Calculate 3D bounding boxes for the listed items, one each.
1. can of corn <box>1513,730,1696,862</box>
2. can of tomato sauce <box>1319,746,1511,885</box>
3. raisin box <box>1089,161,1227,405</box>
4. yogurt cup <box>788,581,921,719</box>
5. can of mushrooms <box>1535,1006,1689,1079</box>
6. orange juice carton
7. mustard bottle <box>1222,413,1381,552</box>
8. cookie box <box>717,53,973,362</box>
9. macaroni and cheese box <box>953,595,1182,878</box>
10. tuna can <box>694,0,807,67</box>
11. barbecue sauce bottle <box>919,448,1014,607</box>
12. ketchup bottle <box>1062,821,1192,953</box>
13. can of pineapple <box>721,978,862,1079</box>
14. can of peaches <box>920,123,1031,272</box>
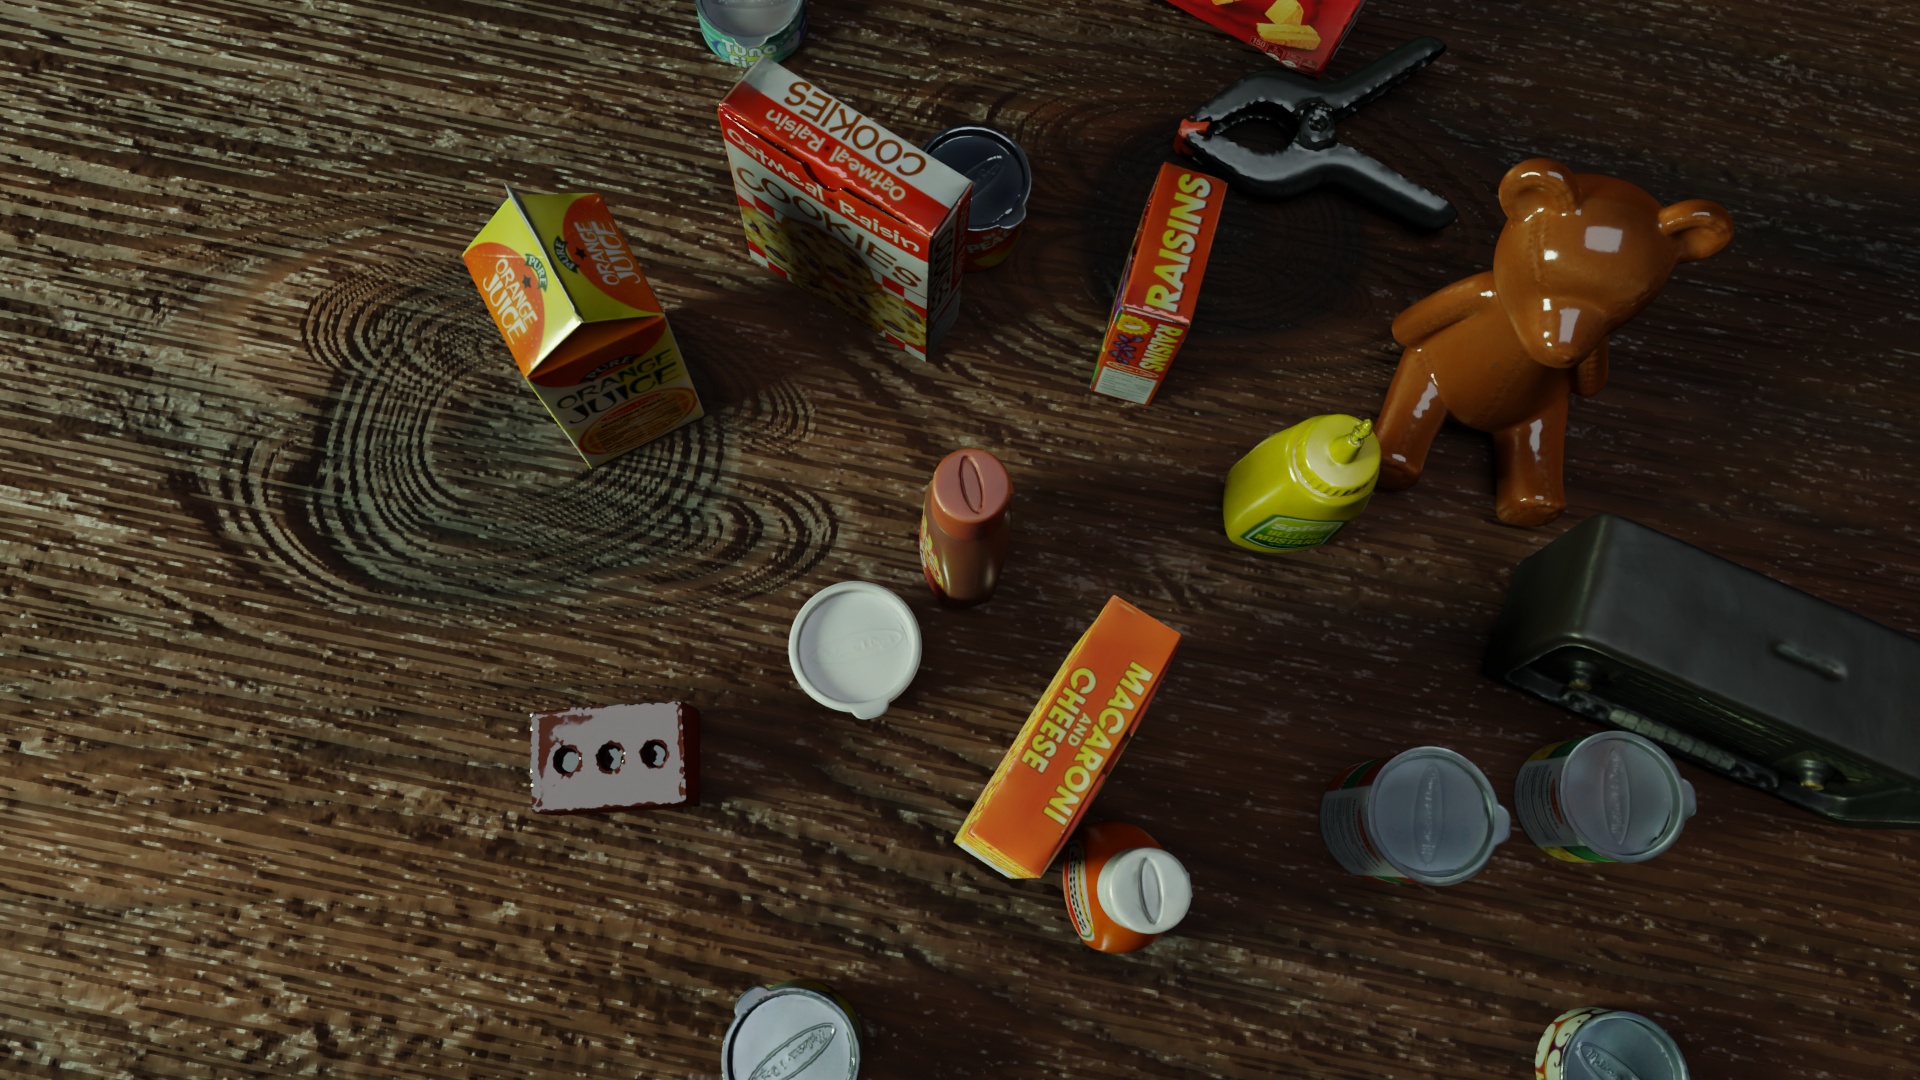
[{"bbox_3d":[0.339,0.137,0.734,0.071,0.058,0.071,1,76,-3],"label":"can of corn"},{"bbox_3d":[0.230,0.143,0.714,0.071,0.083,0.071,1,76,-3],"label":"can of tomato sauce"},{"bbox_3d":[0.105,-0.136,0.756,0.040,0.123,0.086,17,76,1],"label":"raisin box"},{"bbox_3d":[-0.055,0.060,0.735,0.072,0.054,0.072,1,76,-3],"label":"yogurt cup"},{"bbox_3d":[0.332,0.276,0.712,0.071,0.033,0.071,1,76,-3],"label":"can of mushrooms"},{"bbox_3d":[-0.188,-0.107,0.698,0.073,0.192,0.072,-27,79,-9],"label":"orange juice carton"},{"bbox_3d":[0.180,-0.032,0.715,0.065,0.160,0.049,3,77,-2],"label":"mustard bottle"},{"bbox_3d":[-0.059,-0.167,0.733,0.123,0.167,0.040,32,77,5],"label":"cookie box"},{"bbox_3d":[0.048,0.101,0.672,0.040,0.166,0.124,32,77,5],"label":"macaroni and cheese box"},{"bbox_3d":[-0.126,-0.319,0.837,0.071,0.032,0.071,1,76,-3],"label":"tuna can"},{"bbox_3d":[0.003,-0.009,0.706,0.044,0.148,0.065,-10,77,-5],"label":"barbecue sauce bottle"},{"bbox_3d":[0.079,0.166,0.667,0.043,0.148,0.065,-6,77,-4],"label":"ketchup bottle"},{"bbox_3d":[-0.082,0.250,0.684,0.071,0.057,0.071,1,76,-3],"label":"can of pineapple"},{"bbox_3d":[0.007,-0.194,0.799,0.071,0.058,0.071,1,76,-3],"label":"can of peaches"}]
